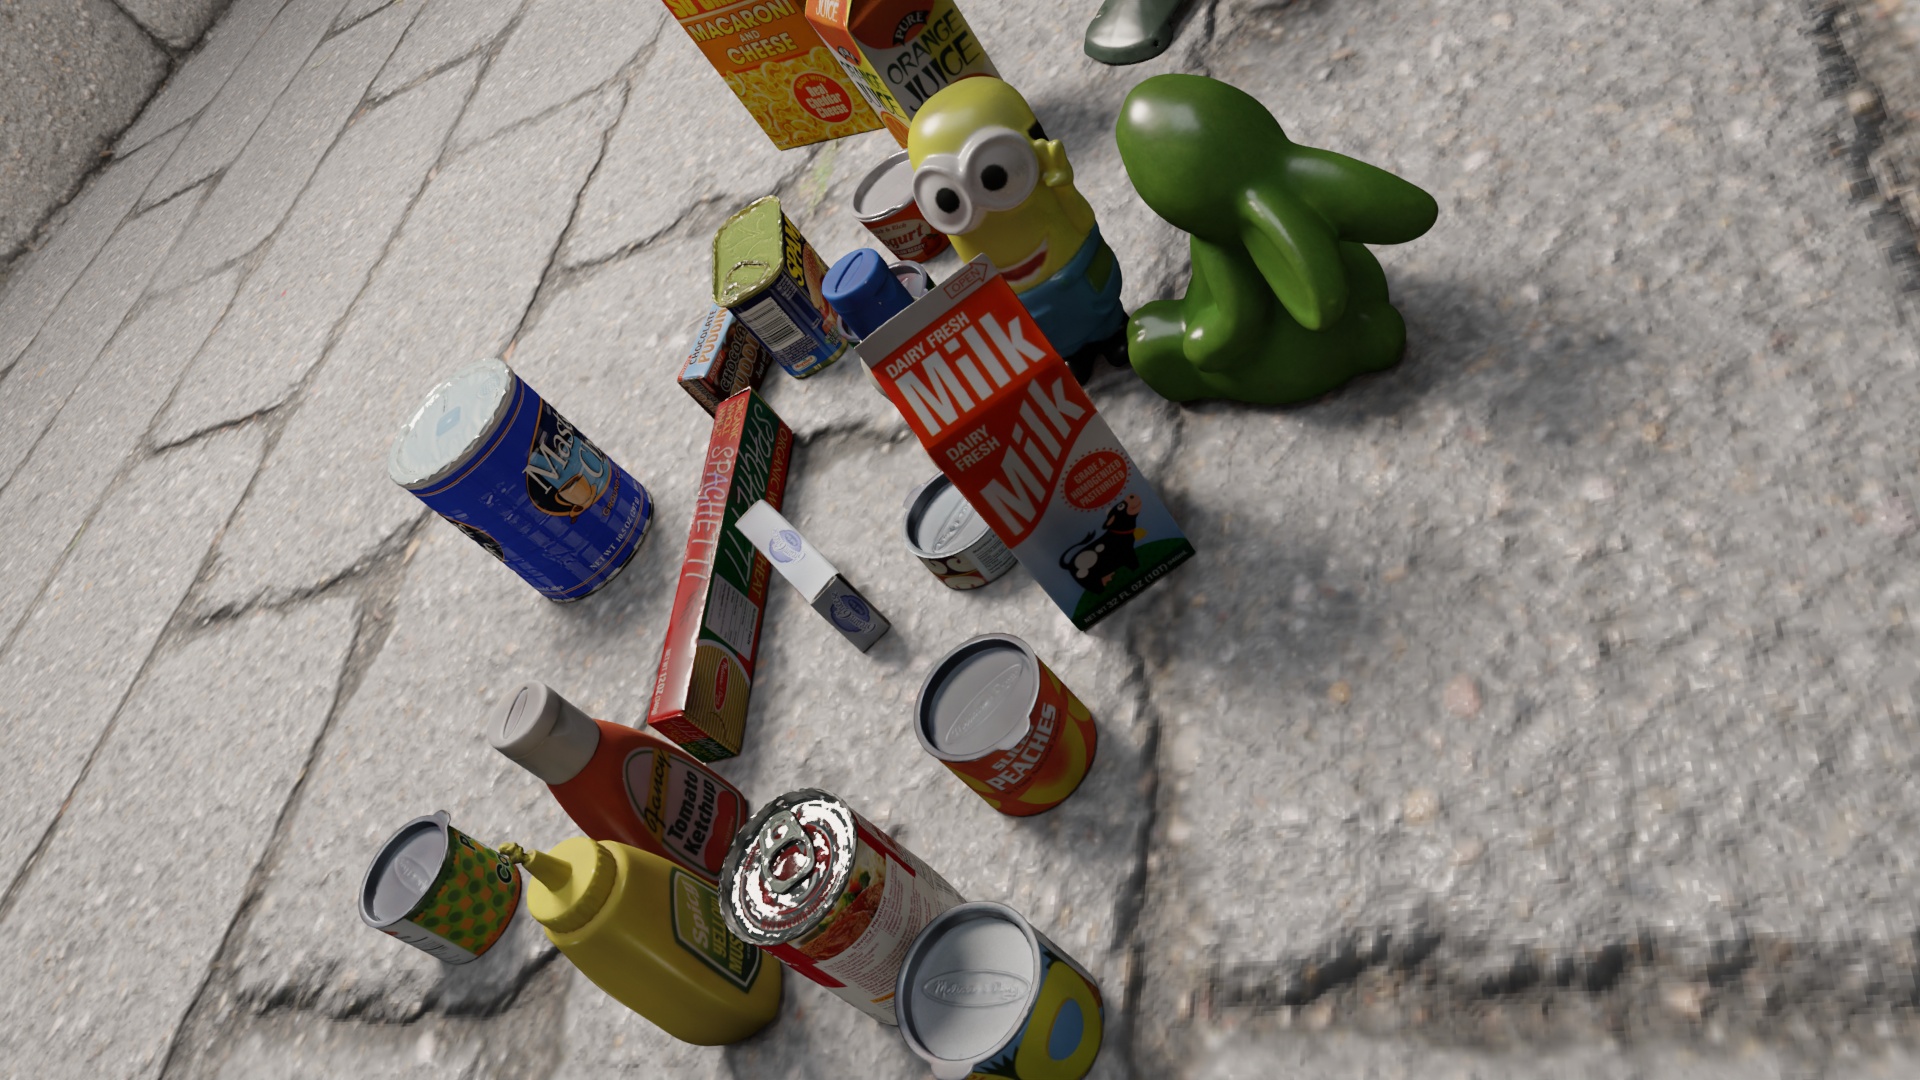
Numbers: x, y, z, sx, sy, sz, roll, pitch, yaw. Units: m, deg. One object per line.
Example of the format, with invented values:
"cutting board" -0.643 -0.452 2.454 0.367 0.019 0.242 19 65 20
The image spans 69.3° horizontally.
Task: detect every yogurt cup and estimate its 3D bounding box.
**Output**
"yogurt cup" -0.035 -0.229 0.962 0.072 0.053 0.073 -21 45 23

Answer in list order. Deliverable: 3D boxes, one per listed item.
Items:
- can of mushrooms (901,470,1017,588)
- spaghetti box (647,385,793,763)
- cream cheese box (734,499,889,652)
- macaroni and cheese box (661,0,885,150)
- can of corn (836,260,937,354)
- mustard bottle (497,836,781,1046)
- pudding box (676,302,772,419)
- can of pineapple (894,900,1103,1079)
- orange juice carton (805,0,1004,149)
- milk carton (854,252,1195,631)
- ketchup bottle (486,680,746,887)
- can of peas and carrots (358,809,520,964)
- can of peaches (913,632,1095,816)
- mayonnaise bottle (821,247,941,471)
"can of mushrooms" 0.003 -0.009 0.756 0.071 0.033 0.071 -21 45 22
"spaghetti box" -0.139 0.013 0.833 0.028 0.050 0.251 -19 45 25
"cream cheese box" -0.084 0.019 0.783 0.024 0.053 0.104 -46 41 -5
"macaroni and cheese box" -0.142 -0.392 1.100 0.123 0.166 0.040 1 56 39
"can of corn" -0.032 -0.131 0.870 0.071 0.058 0.071 -21 45 23
"mustard bottle" -0.142 0.170 0.614 0.049 0.159 0.065 -31 42 13
"pudding box" -0.161 -0.130 0.976 0.030 0.049 0.084 -6 52 35
"can of pineapple" 0.015 0.188 0.555 0.071 0.057 0.071 -21 45 23
"orange juice carton" -0.036 -0.334 0.948 0.073 0.192 0.072 -44 41 -2
"milk carton" 0.030 -0.048 0.648 0.072 0.190 0.074 -36 41 7
"ketchup bottle" -0.168 0.121 0.685 0.043 0.148 0.065 -14 48 29
"can of peas and carrots" -0.292 0.196 0.786 0.071 0.058 0.071 -21 45 23
"can of peaches" 0.022 0.086 0.638 0.071 0.058 0.071 -21 45 23
"mayonnaise bottle" -0.020 -0.096 0.761 0.041 0.147 0.065 6 59 41
